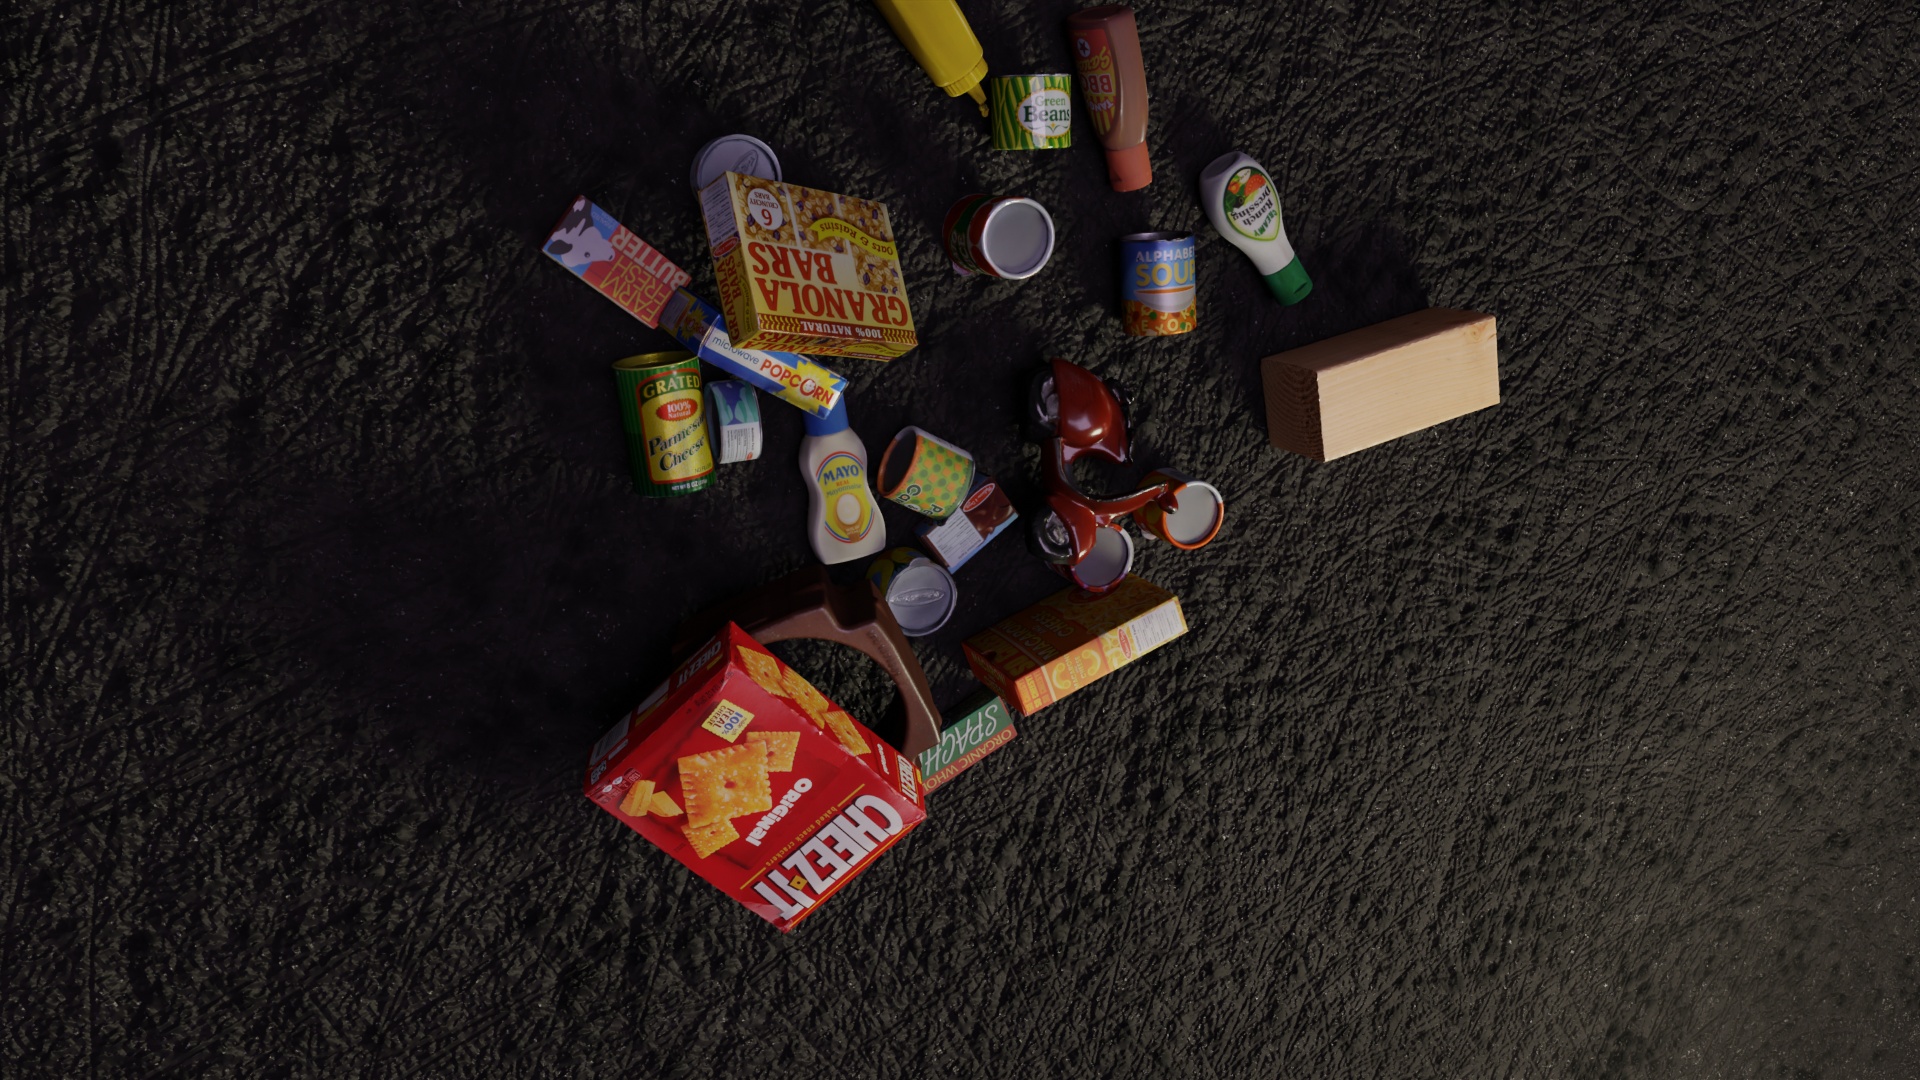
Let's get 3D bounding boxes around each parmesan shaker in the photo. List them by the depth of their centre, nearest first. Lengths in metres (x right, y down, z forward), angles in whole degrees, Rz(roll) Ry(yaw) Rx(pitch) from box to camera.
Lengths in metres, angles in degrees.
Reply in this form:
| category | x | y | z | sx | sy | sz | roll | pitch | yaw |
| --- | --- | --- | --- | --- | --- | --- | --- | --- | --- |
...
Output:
| category | x | y | z | sx | sy | sz | roll | pitch | yaw |
| --- | --- | --- | --- | --- | --- | --- | --- | --- | --- |
| parmesan shaker | -0.228 | -0.092 | 1.084 | 0.071 | 0.071 | 0.102 | -13 | 109 | -20 |

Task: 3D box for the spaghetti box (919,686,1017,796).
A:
| category | x | y | z | sx | sy | sz | roll | pitch | yaw |
| --- | --- | --- | --- | --- | --- | --- | --- | --- | --- |
| spaghetti box | -0.062 | 0.218 | 1.260 | 0.251 | 0.029 | 0.050 | -31 | 115 | -13 |

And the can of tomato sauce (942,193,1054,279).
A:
| category | x | y | z | sx | sy | sz | roll | pitch | yaw |
| --- | --- | --- | --- | --- | --- | --- | --- | --- | --- |
| can of tomato sauce | 0.029 | -0.249 | 1.142 | 0.071 | 0.083 | 0.071 | -6 | 106 | -22 |

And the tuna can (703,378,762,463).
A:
| category | x | y | z | sx | sy | sz | roll | pitch | yaw |
| --- | --- | --- | --- | --- | --- | --- | --- | --- | --- |
| tuna can | -0.182 | -0.097 | 1.103 | 0.033 | 0.071 | 0.071 | -9 | 108 | -20 |

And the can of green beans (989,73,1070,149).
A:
| category | x | y | z | sx | sy | sz | roll | pitch | yaw |
| --- | --- | --- | --- | --- | --- | --- | --- | --- | --- |
| can of green beans | 0.057 | -0.351 | 1.136 | 0.071 | 0.071 | 0.057 | -8 | 108 | -21 |

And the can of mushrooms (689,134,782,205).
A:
| category | x | y | z | sx | sy | sz | roll | pitch | yaw |
| --- | --- | --- | --- | --- | --- | --- | --- | --- | --- |
| can of mushrooms | -0.172 | -0.278 | 1.075 | 0.071 | 0.033 | 0.071 | -6 | 106 | -22 |

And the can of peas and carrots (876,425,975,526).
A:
| category | x | y | z | sx | sy | sz | roll | pitch | yaw |
| --- | --- | --- | --- | --- | --- | --- | --- | --- | --- |
| can of peas and carrots | -0.031 | -0.055 | 1.177 | 0.059 | 0.071 | 0.071 | 24 | 94 | -26 |

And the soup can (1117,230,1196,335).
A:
| category | x | y | z | sx | sy | sz | roll | pitch | yaw |
| --- | --- | --- | --- | --- | --- | --- | --- | --- | --- |
| soup can | 0.174 | -0.226 | 1.218 | 0.071 | 0.071 | 0.083 | -12 | 109 | -20 |

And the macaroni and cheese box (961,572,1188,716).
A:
| category | x | y | z | sx | sy | sz | roll | pitch | yaw |
| --- | --- | --- | --- | --- | --- | --- | --- | --- | --- |
| macaroni and cheese box | 0.099 | 0.085 | 1.240 | 0.167 | 0.124 | 0.040 | -26 | 110 | -15 |

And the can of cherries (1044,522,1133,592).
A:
| category | x | y | z | sx | sy | sz | roll | pitch | yaw |
| --- | --- | --- | --- | --- | --- | --- | --- | --- | --- |
| can of cherries | 0.113 | 0.010 | 1.263 | 0.071 | 0.058 | 0.071 | -7 | 107 | -22 |

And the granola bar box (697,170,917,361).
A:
| category | x | y | z | sx | sy | sz | roll | pitch | yaw |
| --- | --- | --- | --- | --- | --- | --- | --- | --- | --- |
| granola bar box | -0.113 | -0.204 | 1.054 | 0.166 | 0.039 | 0.124 | -3 | 76 | -49 |

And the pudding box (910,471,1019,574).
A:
| category | x | y | z | sx | sy | sz | roll | pitch | yaw |
| --- | --- | --- | --- | --- | --- | --- | --- | --- | --- |
| pudding box | 0.004 | -0.015 | 1.225 | 0.084 | 0.030 | 0.049 | -41 | 115 | -8 |

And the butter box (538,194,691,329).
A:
| category | x | y | z | sx | sy | sz | roll | pitch | yaw |
| --- | --- | --- | --- | --- | --- | --- | --- | --- | --- |
| butter box | -0.262 | -0.212 | 1.059 | 0.103 | 0.024 | 0.053 | 35 | 89 | -27 |

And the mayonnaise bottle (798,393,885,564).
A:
| category | x | y | z | sx | sy | sz | roll | pitch | yaw |
| --- | --- | --- | --- | --- | --- | --- | --- | --- | --- |
| mayonnaise bottle | -0.105 | -0.057 | 1.159 | 0.065 | 0.041 | 0.147 | -16 | 110 | -17 |

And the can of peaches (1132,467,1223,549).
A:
| category | x | y | z | sx | sy | sz | roll | pitch | yaw |
| --- | --- | --- | --- | --- | --- | --- | --- | --- | --- |
| can of peaches | 0.201 | -0.028 | 1.291 | 0.071 | 0.058 | 0.071 | -6 | 106 | -22 |

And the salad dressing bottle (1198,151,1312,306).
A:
| category | x | y | z | sx | sy | sz | roll | pitch | yaw |
| --- | --- | --- | --- | --- | --- | --- | --- | --- | --- |
| salad dressing bottle | 0.271 | -0.281 | 1.261 | 0.064 | 0.044 | 0.147 | -42 | 116 | -6 |

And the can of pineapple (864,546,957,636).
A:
| category | x | y | z | sx | sy | sz | roll | pitch | yaw |
| --- | --- | --- | --- | --- | --- | --- | --- | --- | --- |
| can of pineapple | -0.043 | 0.042 | 1.204 | 0.071 | 0.058 | 0.070 | -7 | 107 | -22 |

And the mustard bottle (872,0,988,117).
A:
| category | x | y | z | sx | sy | sz | roll | pitch | yaw |
| --- | --- | --- | --- | --- | --- | --- | --- | --- | --- |
| mustard bottle | -0.021 | -0.402 | 1.093 | 0.049 | 0.065 | 0.160 | -42 | 122 | -2 |

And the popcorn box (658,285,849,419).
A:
| category | x | y | z | sx | sy | sz | roll | pitch | yaw |
| --- | --- | --- | --- | --- | --- | --- | --- | --- | --- |
| popcorn box | -0.160 | -0.145 | 1.073 | 0.126 | 0.085 | 0.038 | 25 | 97 | -39 |

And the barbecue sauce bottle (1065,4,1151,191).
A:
| category | x | y | z | sx | sy | sz | roll | pitch | yaw |
| --- | --- | --- | --- | --- | --- | --- | --- | --- | --- |
| barbecue sauce bottle | 0.131 | -0.370 | 1.168 | 0.044 | 0.065 | 0.148 | -31 | 123 | -22 |
